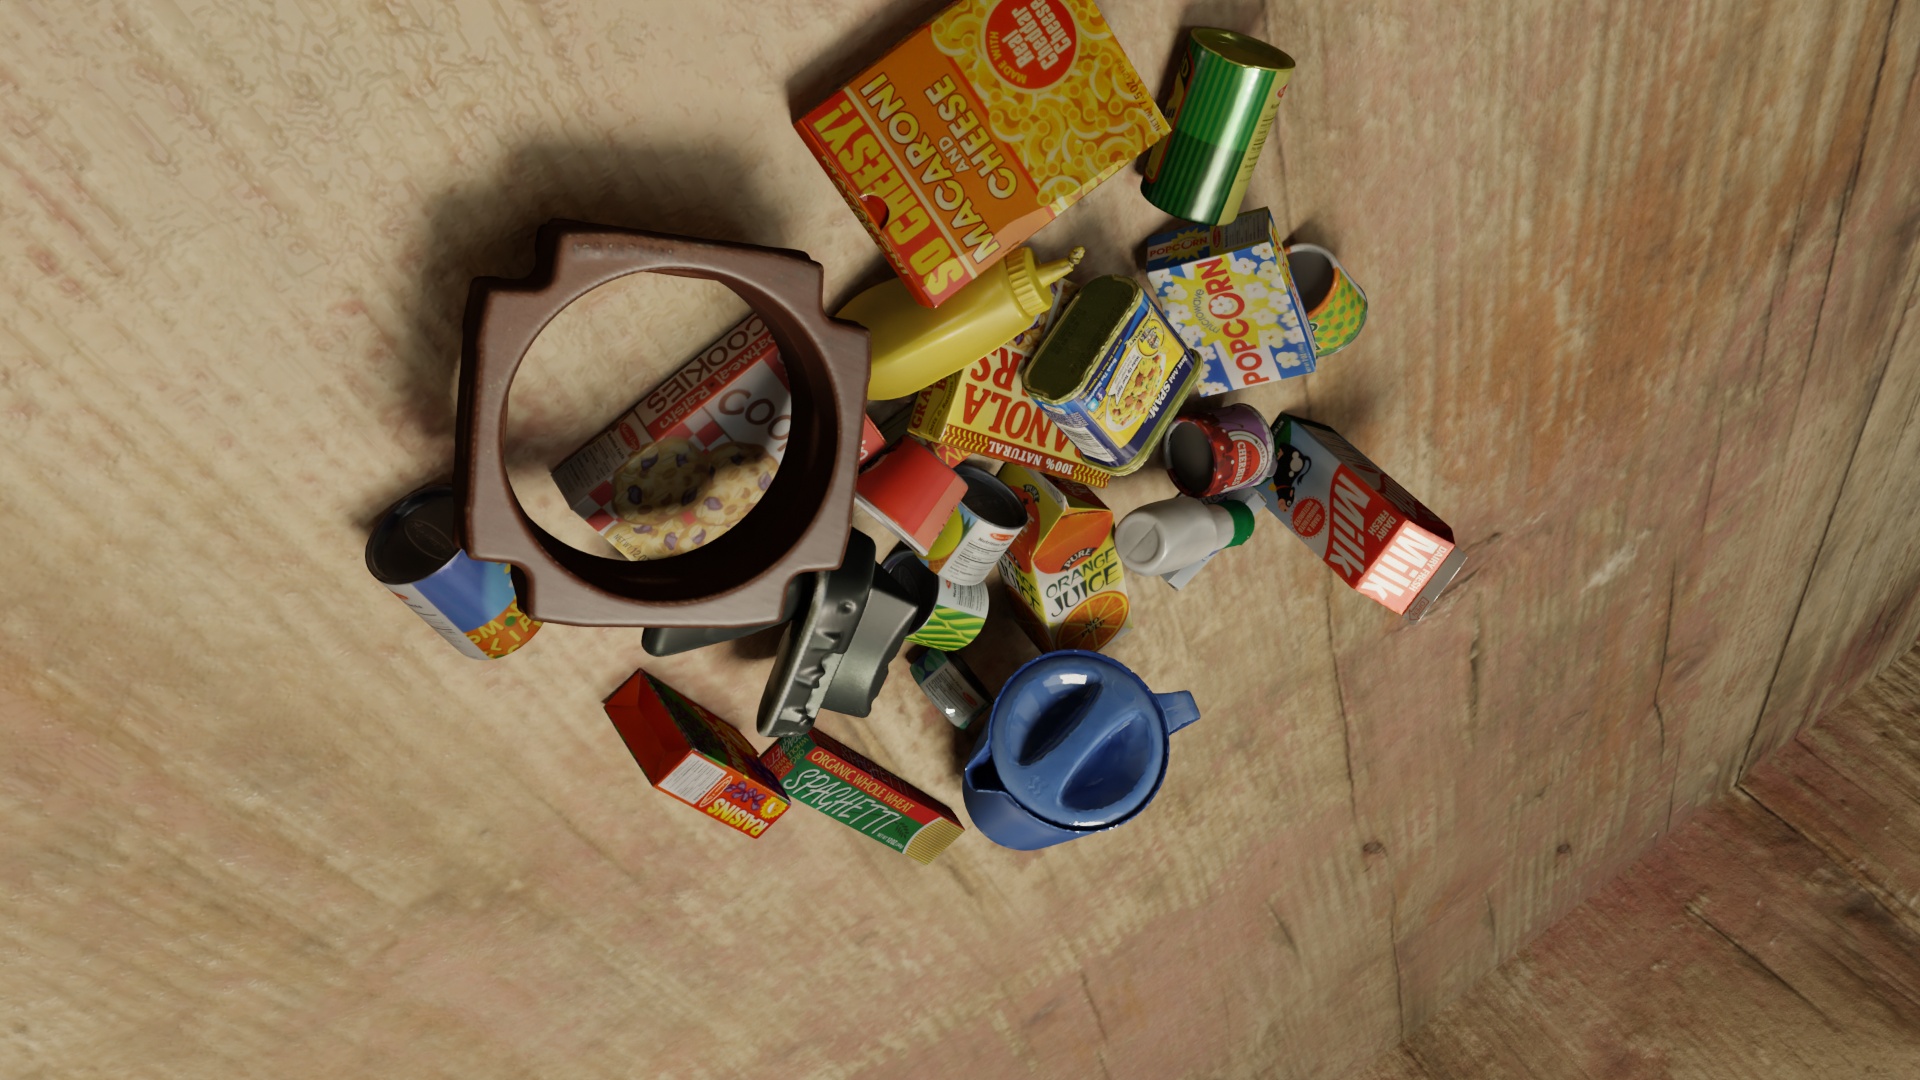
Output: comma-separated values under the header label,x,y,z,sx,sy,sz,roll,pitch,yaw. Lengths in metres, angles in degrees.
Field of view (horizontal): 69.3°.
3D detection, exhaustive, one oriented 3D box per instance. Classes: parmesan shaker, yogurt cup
label,x,y,z,sx,sy,sz,roll,pitch,yaw
parmesan shaker,0.157,-0.255,0.862,0.071,0.071,0.102,-8,132,-33
yogurt cup,-0.032,-0.031,0.888,0.054,0.072,0.072,-50,141,-4

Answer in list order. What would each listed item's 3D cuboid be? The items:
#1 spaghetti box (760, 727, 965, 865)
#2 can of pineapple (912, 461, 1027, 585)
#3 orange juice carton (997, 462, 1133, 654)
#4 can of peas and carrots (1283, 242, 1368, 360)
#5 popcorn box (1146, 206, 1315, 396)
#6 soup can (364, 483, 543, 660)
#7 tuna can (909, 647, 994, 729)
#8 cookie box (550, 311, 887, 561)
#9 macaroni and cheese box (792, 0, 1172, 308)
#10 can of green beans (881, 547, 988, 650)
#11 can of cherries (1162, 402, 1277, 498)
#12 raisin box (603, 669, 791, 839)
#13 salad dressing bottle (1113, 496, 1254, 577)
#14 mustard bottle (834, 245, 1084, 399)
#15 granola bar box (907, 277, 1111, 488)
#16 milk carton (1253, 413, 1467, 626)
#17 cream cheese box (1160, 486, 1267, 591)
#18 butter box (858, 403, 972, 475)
label,x,y,z,sx,sy,sz,roll,pitch,yaw
spaghetti box,-0.076,0.214,1.151,0.050,0.029,0.249,-44,141,3
can of pineapple,0.003,-0.012,0.970,0.071,0.071,0.057,7,130,-42
orange juice carton,0.072,0.009,1.042,0.073,0.072,0.191,-31,140,-12
can of peas and carrots,0.255,-0.174,1.019,0.071,0.071,0.058,-49,139,11
popcorn box,0.188,-0.161,0.956,0.085,0.038,0.126,-10,138,24
soup can,-0.276,0.017,0.778,0.071,0.071,0.083,-35,141,-7
tuna can,-0.007,0.112,1.083,0.033,0.071,0.071,-42,141,4
cookie box,-0.141,-0.049,0.842,0.167,0.040,0.122,-39,141,-2
macaroni and cheese box,0.012,-0.225,0.754,0.166,0.040,0.123,-38,108,-3
can of green beans,-0.022,0.043,1.004,0.058,0.071,0.071,21,112,-47
can of cherries,0.200,-0.068,1.071,0.058,0.072,0.071,-13,134,-29
raisin box,-0.180,0.149,0.962,0.040,0.086,0.123,-45,141,-1
salad dressing bottle,0.171,-0.007,1.037,0.148,0.044,0.064,-9,144,-52
mustard bottle,0.002,-0.135,0.814,0.160,0.065,0.048,-19,151,21
granola bar box,0.052,-0.110,0.912,0.165,0.039,0.124,13,98,-45
milk carton,0.320,-0.018,1.119,0.073,0.191,0.072,8,121,-42
cream cheese box,0.194,-0.014,1.132,0.103,0.053,0.024,-46,140,8
butter box,-0.022,-0.068,0.932,0.103,0.024,0.053,-35,140,-6
